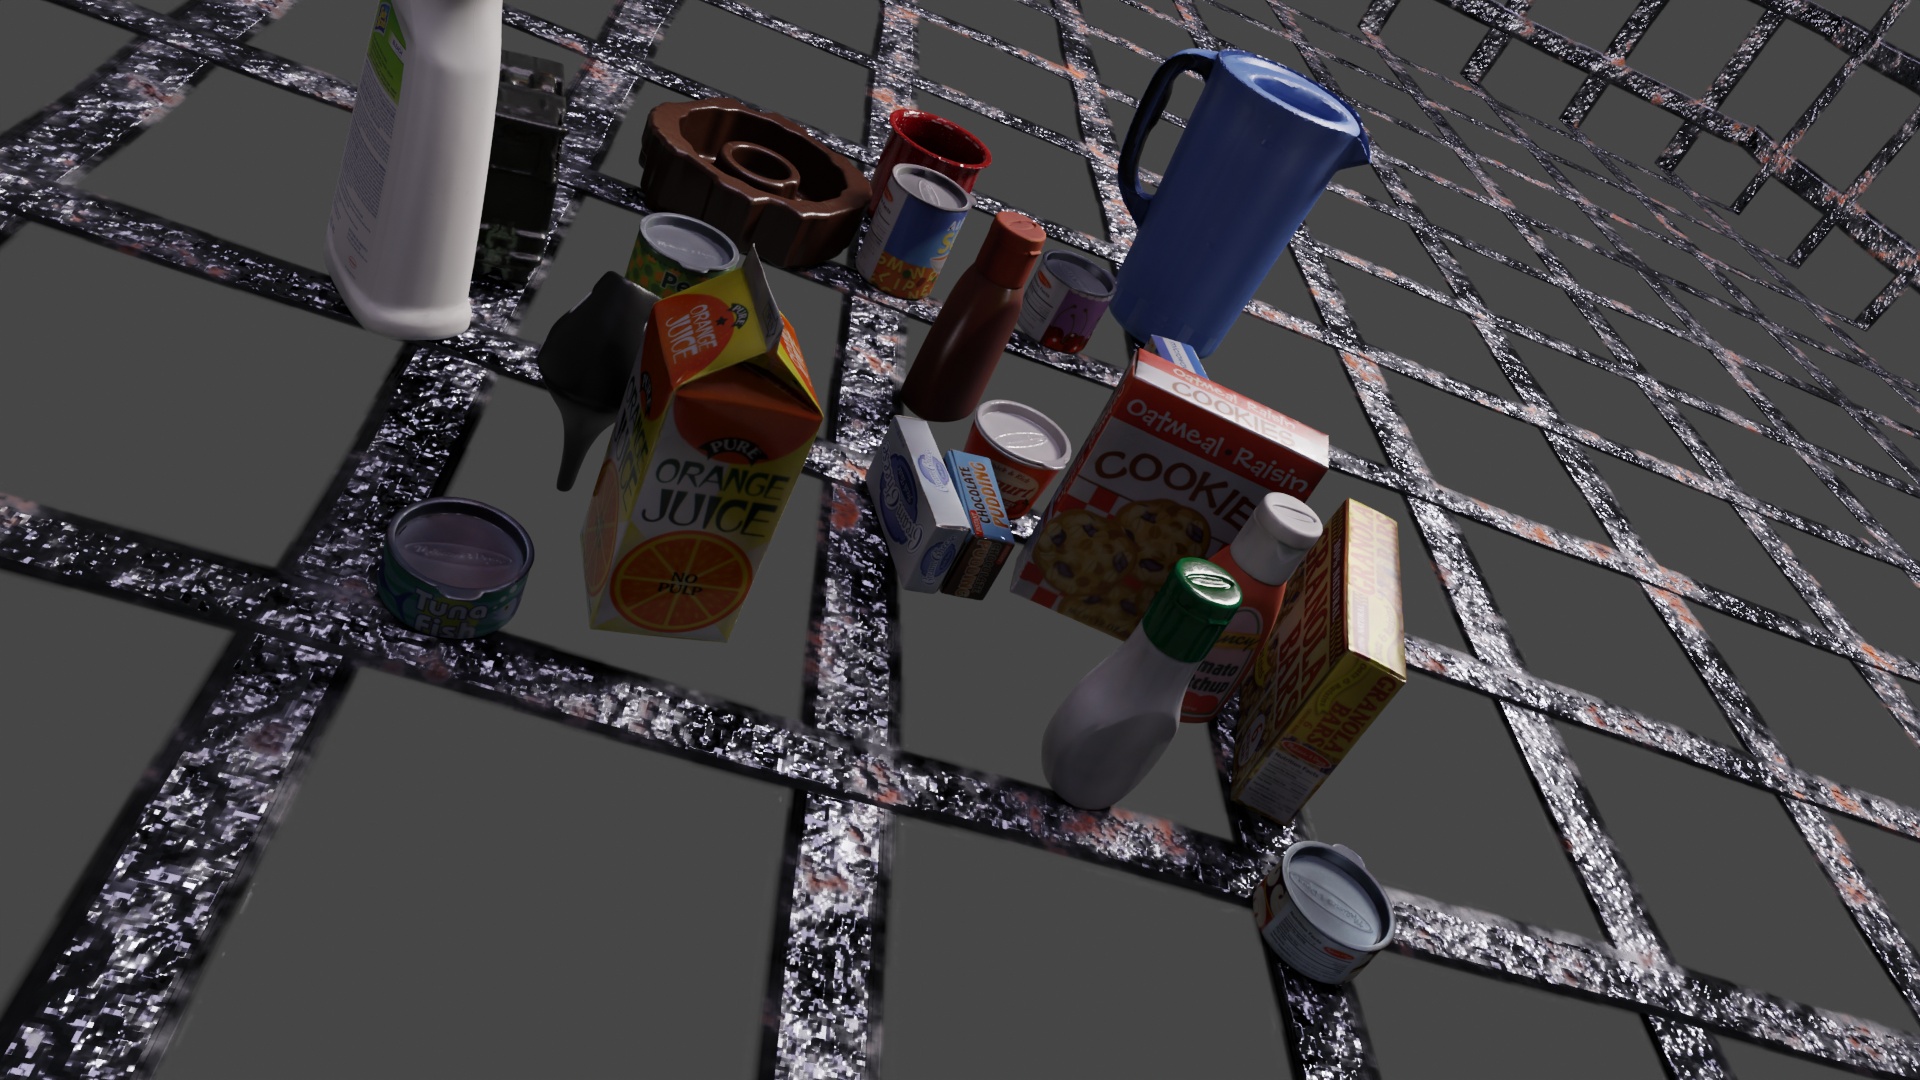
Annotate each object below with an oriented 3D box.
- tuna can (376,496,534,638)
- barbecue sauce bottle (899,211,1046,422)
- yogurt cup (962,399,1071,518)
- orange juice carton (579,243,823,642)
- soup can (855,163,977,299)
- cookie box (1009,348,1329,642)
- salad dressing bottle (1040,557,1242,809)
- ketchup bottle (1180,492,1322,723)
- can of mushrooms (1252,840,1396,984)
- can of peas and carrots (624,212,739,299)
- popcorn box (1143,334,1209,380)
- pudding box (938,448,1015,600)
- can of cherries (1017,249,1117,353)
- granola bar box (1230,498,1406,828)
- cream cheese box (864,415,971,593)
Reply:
[{"bbox_3d":[-0.237,0.014,0.652,0.071,0.032,0.071,19,35,-13],"label":"tuna can"},{"bbox_3d":[0.012,-0.150,0.941,0.044,0.147,0.065,44,37,23],"label":"barbecue sauce bottle"},{"bbox_3d":[0.031,-0.051,0.908,0.072,0.053,0.073,19,35,-13],"label":"yogurt cup"},{"bbox_3d":[-0.123,-0.044,0.666,0.073,0.191,0.072,8,38,-27],"label":"orange juice carton"},{"bbox_3d":[-0.035,-0.240,1.086,0.071,0.083,0.072,19,35,-13],"label":"soup can"},{"bbox_3d":[0.120,-0.015,0.821,0.123,0.166,0.040,24,34,-5],"label":"cookie box"},{"bbox_3d":[0.091,0.073,0.700,0.064,0.147,0.044,7,39,-29],"label":"salad dressing bottle"},{"bbox_3d":[0.150,0.039,0.786,0.065,0.148,0.044,16,35,-17],"label":"ketchup bottle"},{"bbox_3d":[0.187,0.190,0.715,0.071,0.033,0.071,19,35,-13],"label":"can of mushrooms"},{"bbox_3d":[-0.185,-0.172,0.912,0.071,0.058,0.071,19,35,-13],"label":"can of peas and carrots"},{"bbox_3d":[0.149,-0.078,0.998,0.038,0.084,0.127,13,36,-21],"label":"popcorn box"},{"bbox_3d":[0.003,-0.011,0.838,0.030,0.049,0.084,12,37,-23],"label":"pudding box"},{"bbox_3d":[0.088,-0.194,1.134,0.071,0.058,0.072,19,35,-13],"label":"can of cherries"},{"bbox_3d":[0.208,0.067,0.812,0.039,0.123,0.166,27,34,-2],"label":"granola bar box"},{"bbox_3d":[-0.027,-0.022,0.829,0.024,0.053,0.104,8,38,-27],"label":"cream cheese box"}]
